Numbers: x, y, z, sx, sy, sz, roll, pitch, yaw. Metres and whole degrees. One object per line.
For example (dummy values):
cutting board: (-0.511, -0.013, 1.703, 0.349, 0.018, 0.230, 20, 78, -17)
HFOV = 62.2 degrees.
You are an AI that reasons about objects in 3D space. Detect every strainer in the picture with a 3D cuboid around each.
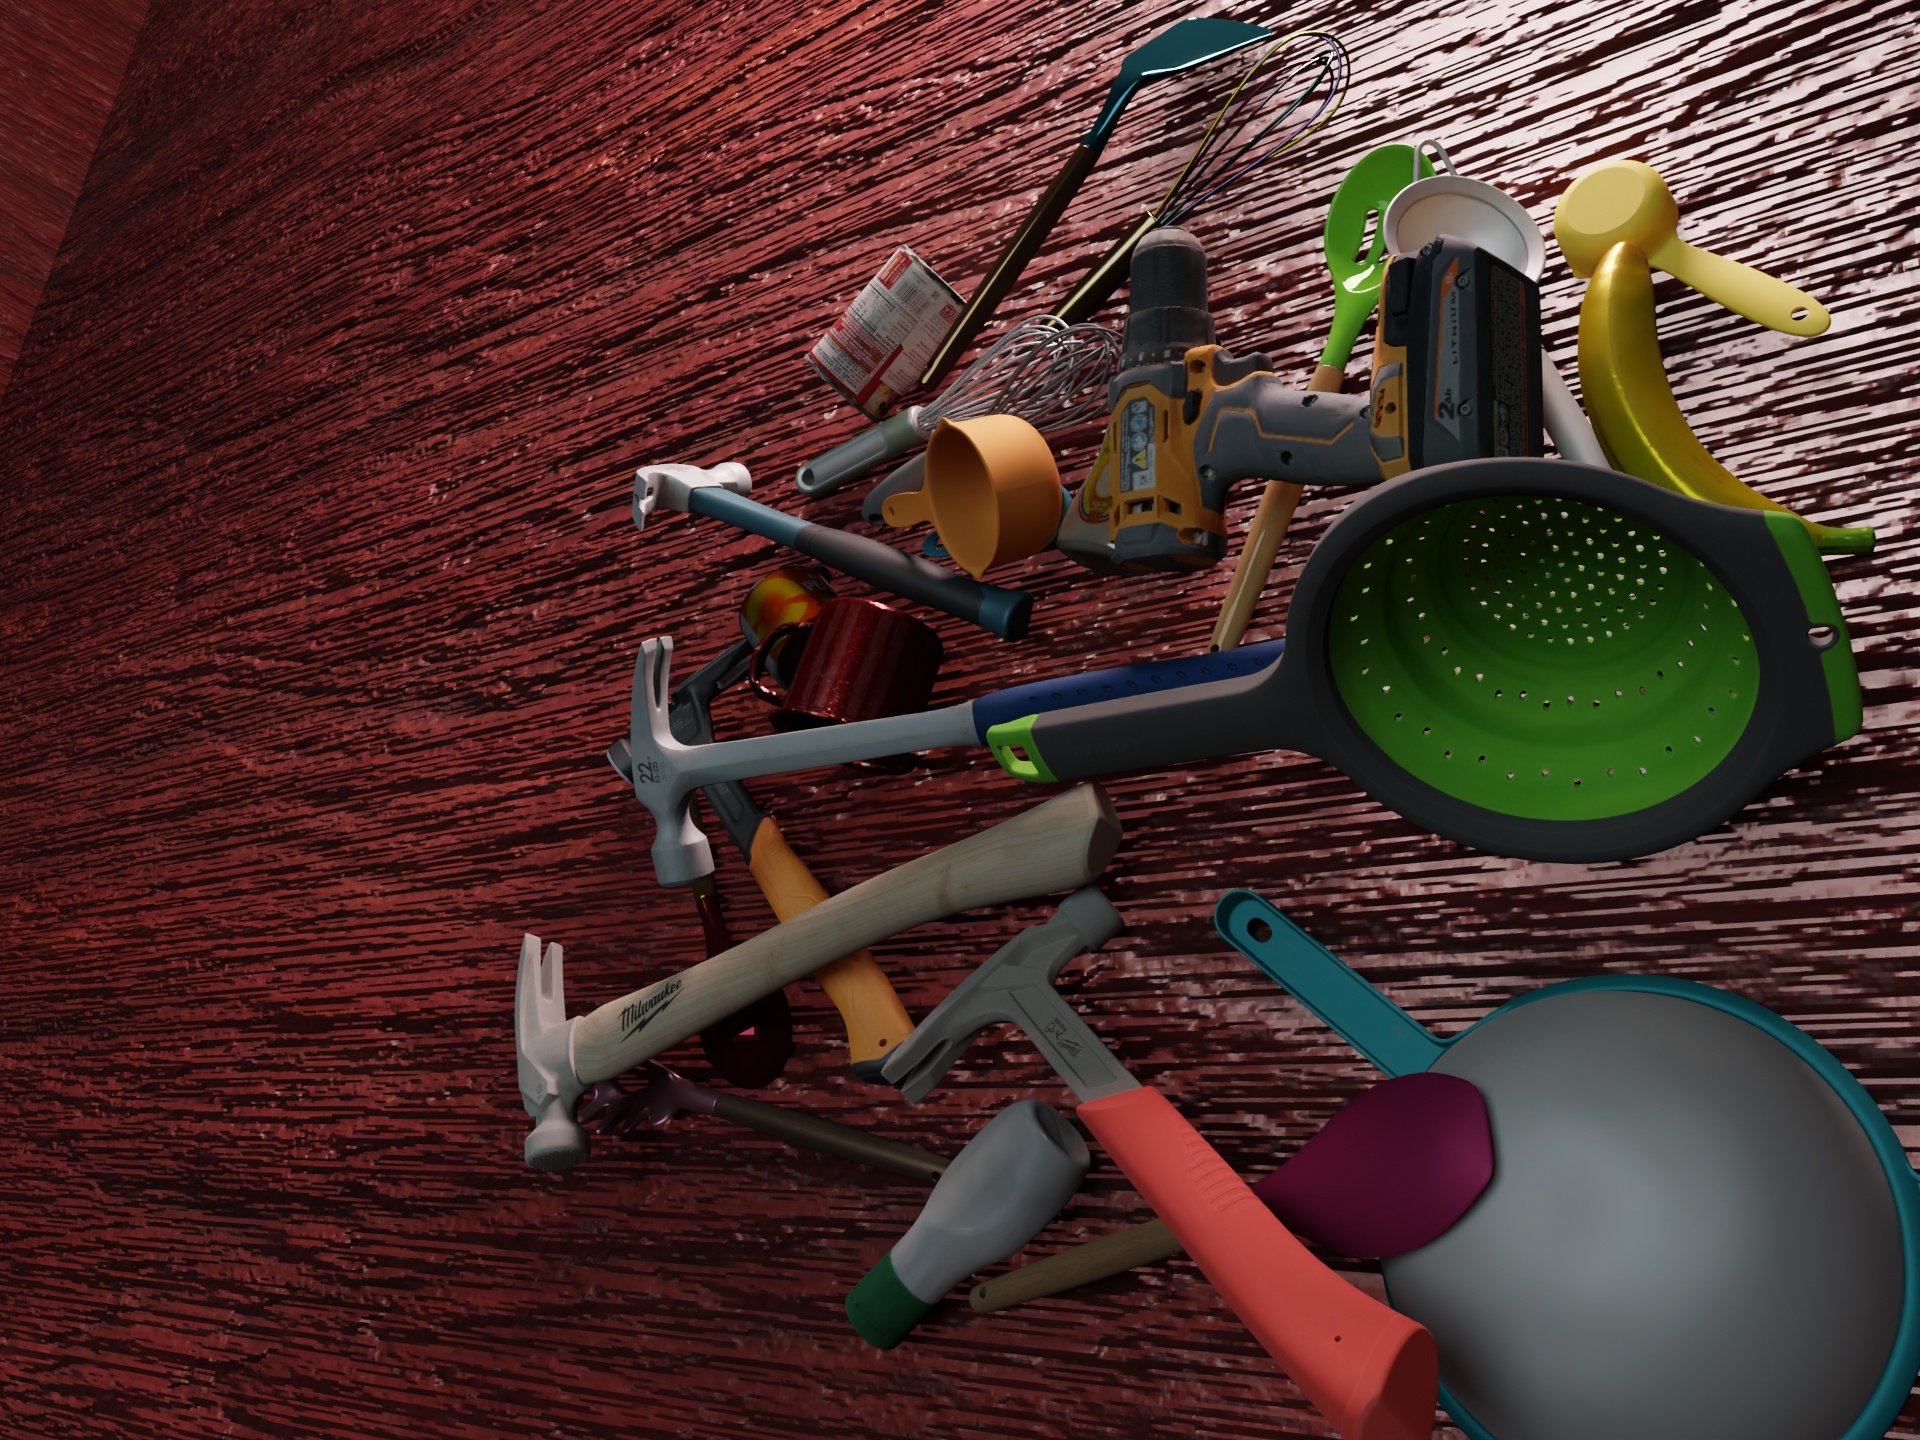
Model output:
strainer: (0.278, -0.188, 0.799, 0.087, 0.050, 0.259, -11, 60, -10)
strainer: (0.208, 0.161, 0.650, 0.211, 0.095, 0.341, -54, 48, 5)

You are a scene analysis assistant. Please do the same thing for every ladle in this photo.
ladle: (-0.169, 0.098, 1.041, 0.069, 0.031, 0.316, -37, 49, 18)

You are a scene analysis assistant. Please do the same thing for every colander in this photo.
colander: (0.188, -0.032, 0.734, 0.397, 0.204, 0.094, -10, 32, 37)

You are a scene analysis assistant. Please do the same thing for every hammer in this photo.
hammer: (-0.001, -0.003, 0.864, 0.405, 0.035, 0.144, -9, 97, 20)
hammer: (0.077, 0.190, 0.686, 0.149, 0.036, 0.359, -43, 26, -3)
hammer: (-0.086, -0.114, 1.026, 0.331, 0.128, 0.033, 23, 113, 34)
hammer: (-0.106, 0.086, 0.980, 0.127, 0.034, 0.337, -40, 51, 1)
hammer: (-0.096, 0.122, 0.905, 0.410, 0.038, 0.146, -27, 56, 22)

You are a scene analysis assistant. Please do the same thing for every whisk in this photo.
whisk: (0.015, -0.177, 0.991, 0.239, 0.055, 0.055, -27, 53, 43)
whisk: (-0.020, -0.199, 1.049, 0.246, 0.059, 0.058, -20, 85, 36)
whisk: (0.141, -0.320, 0.978, 0.245, 0.047, 0.051, -43, 37, 21)

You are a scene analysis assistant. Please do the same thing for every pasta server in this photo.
pasta server: (-0.126, 0.234, 0.930, 0.316, 0.040, 0.060, 4, 103, 39)

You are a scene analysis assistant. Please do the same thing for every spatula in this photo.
spatula: (0.074, -0.335, 1.019, 0.082, 0.044, 0.317, 35, 89, 44)

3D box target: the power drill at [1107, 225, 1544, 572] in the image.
power drill: (0.170, -0.178, 0.804, 0.226, 0.084, 0.185, -5, 82, 44)

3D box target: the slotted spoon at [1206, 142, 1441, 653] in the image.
slotted spoon: (0.192, -0.168, 0.871, 0.070, 0.031, 0.314, 16, 82, 43)

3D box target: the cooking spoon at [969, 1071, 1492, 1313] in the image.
cooking spoon: (0.102, 0.223, 0.699, 0.319, 0.017, 0.069, -38, 39, 42)

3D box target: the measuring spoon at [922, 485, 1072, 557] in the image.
measuring spoon: (0.025, -0.119, 0.995, 0.128, 0.021, 0.042, -9, 78, 46)

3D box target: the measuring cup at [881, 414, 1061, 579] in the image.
measuring cup: (0.004, -0.137, 0.968, 0.174, 0.052, 0.095, 7, 112, 66)

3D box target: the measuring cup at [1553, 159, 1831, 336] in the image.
measuring cup: (0.349, -0.225, 0.764, 0.062, 0.029, 0.157, -49, 46, 10)
